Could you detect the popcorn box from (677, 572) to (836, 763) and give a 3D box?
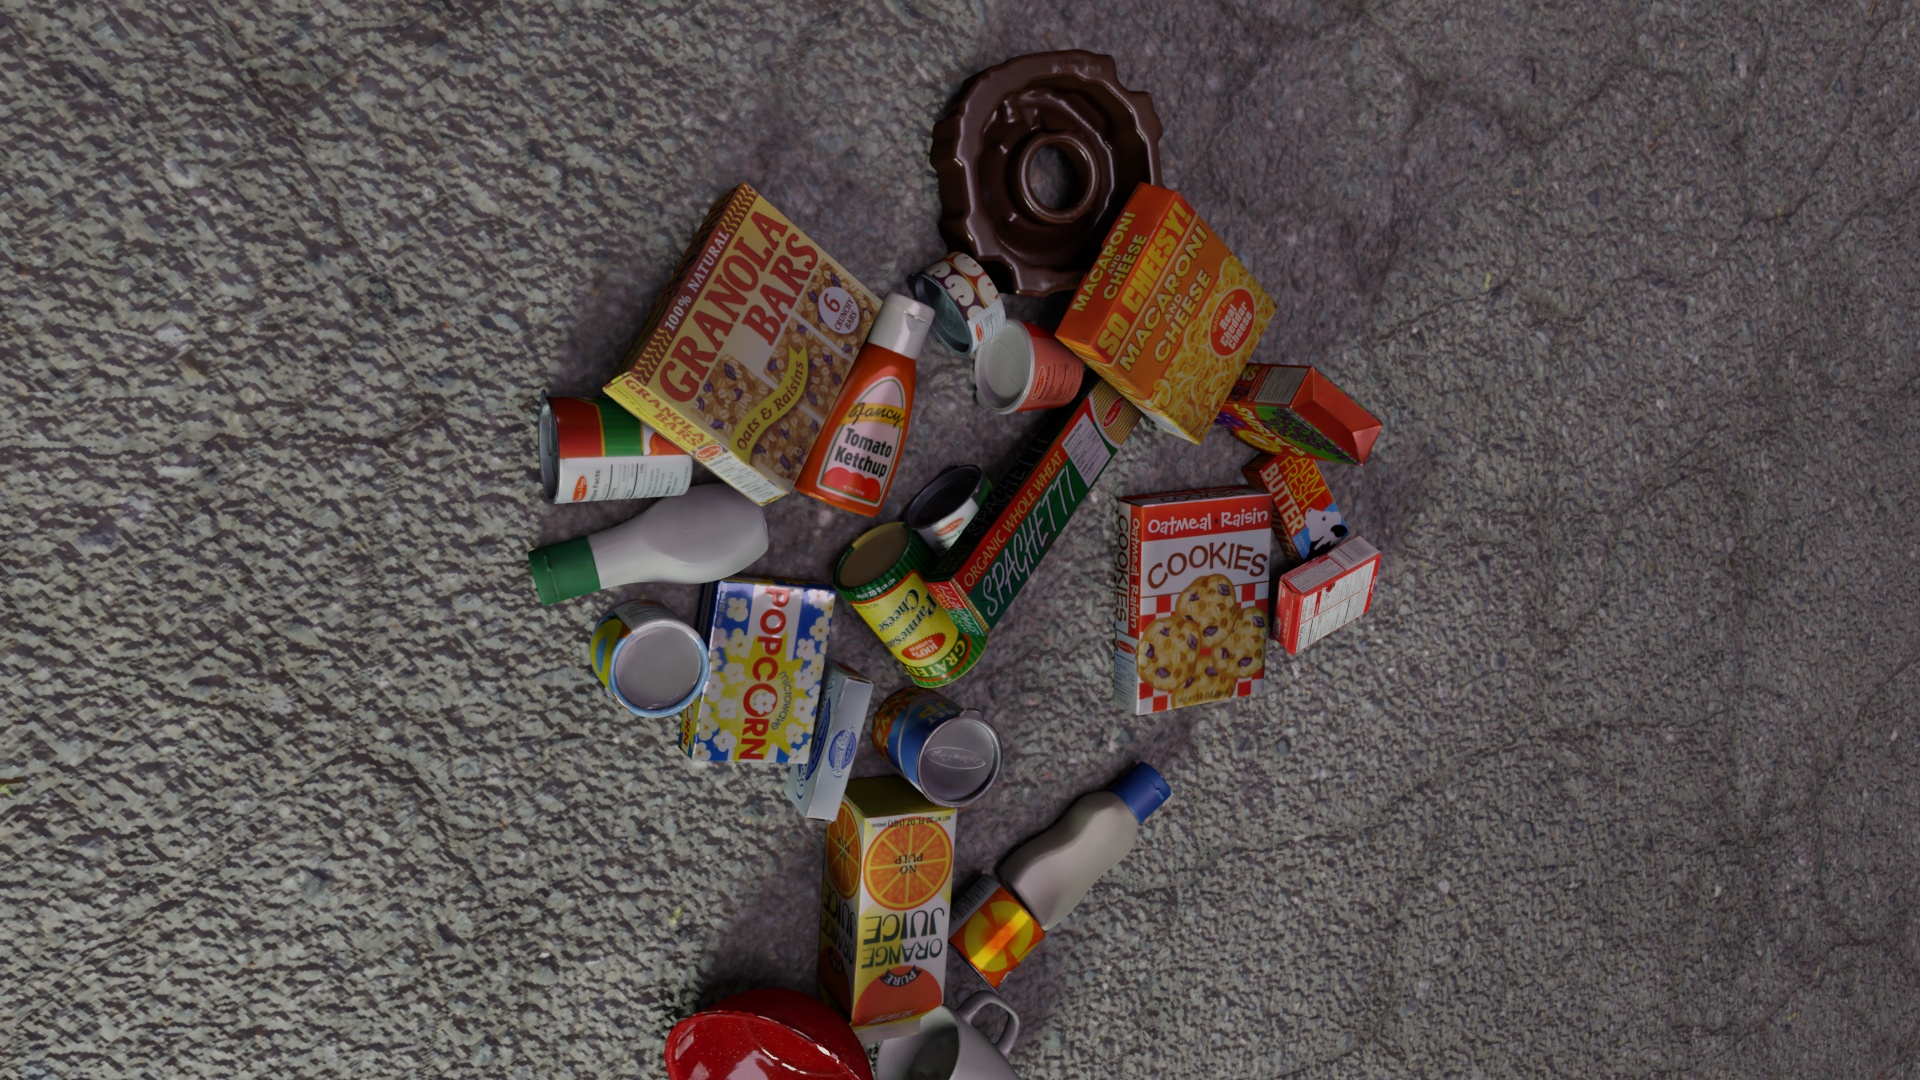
[{"bbox_3d":[-0.139,0.087,0.948,0.085,0.038,0.126,7,96,-28],"label":"popcorn box"}]

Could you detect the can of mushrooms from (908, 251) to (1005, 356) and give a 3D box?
[{"bbox_3d":[-0.002,-0.165,0.955,0.033,0.071,0.071,-36,113,-16],"label":"can of mushrooms"}]

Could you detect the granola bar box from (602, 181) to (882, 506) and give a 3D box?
[{"bbox_3d":[-0.132,-0.124,0.875,0.124,0.039,0.166,38,55,-26],"label":"granola bar box"}]

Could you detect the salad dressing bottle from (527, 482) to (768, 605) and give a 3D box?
[{"bbox_3d":[-0.200,0.004,0.895,0.148,0.043,0.064,-16,67,-17],"label":"salad dressing bottle"}]

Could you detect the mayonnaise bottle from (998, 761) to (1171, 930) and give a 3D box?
[{"bbox_3d":[0.102,0.235,1.093,0.148,0.041,0.064,-39,115,-16],"label":"mayonnaise bottle"}]

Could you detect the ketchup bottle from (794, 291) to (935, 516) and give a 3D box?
[{"bbox_3d":[-0.060,-0.094,0.947,0.065,0.043,0.148,20,93,-30],"label":"ketchup bottle"}]

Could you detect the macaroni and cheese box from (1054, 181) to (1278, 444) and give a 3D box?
[{"bbox_3d":[0.150,-0.158,0.994,0.166,0.040,0.123,31,87,-48],"label":"macaroni and cheese box"}]

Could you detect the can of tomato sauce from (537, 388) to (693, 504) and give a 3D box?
[{"bbox_3d":[-0.216,-0.060,0.868,0.083,0.071,0.071,-5,102,-26],"label":"can of tomato sauce"}]

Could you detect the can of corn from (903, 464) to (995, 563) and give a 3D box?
[{"bbox_3d":[0.004,-0.012,0.987,0.071,0.071,0.058,-44,116,-13],"label":"can of corn"}]

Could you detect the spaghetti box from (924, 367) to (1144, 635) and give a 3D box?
[{"bbox_3d":[0.057,-0.035,0.973,0.050,0.028,0.251,56,50,-23],"label":"spaghetti box"}]

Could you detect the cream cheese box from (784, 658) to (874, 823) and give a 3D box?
[{"bbox_3d":[-0.092,0.139,0.972,0.024,0.053,0.103,15,93,-26],"label":"cream cheese box"}]

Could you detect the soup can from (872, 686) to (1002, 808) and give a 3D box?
[{"bbox_3d":[-0.017,0.143,0.993,0.071,0.084,0.071,-5,102,-26],"label":"soup can"}]

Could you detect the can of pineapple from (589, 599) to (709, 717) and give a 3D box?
[{"bbox_3d":[-0.203,0.078,0.904,0.071,0.058,0.071,-5,102,-25],"label":"can of pineapple"}]

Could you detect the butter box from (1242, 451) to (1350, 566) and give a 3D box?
[{"bbox_3d":[0.276,-0.033,1.139,0.053,0.024,0.103,-39,114,-15],"label":"butter box"}]

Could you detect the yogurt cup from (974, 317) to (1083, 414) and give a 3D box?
[{"bbox_3d":[0.051,-0.123,0.990,0.054,0.072,0.072,-1,100,-34],"label":"yogurt cup"}]

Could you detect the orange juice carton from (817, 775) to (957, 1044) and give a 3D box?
[{"bbox_3d":[-0.055,0.274,1.004,0.072,0.073,0.192,0,100,-26],"label":"orange juice carton"}]

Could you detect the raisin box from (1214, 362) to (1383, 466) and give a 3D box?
[{"bbox_3d":[0.245,-0.097,1.056,0.086,0.123,0.040,31,84,-28],"label":"raisin box"}]

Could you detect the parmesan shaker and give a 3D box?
[{"bbox_3d":[-0.037,0.046,0.970,0.071,0.071,0.102,-45,122,-12],"label":"parmesan shaker"}]

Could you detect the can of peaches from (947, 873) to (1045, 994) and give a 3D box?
[{"bbox_3d":[0.024,0.297,1.050,0.058,0.071,0.071,-44,115,-13],"label":"can of peaches"}]

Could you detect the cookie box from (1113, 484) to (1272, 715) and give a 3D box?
[{"bbox_3d":[0.183,0.044,1.099,0.123,0.040,0.167,-6,103,-25],"label":"cookie box"}]
